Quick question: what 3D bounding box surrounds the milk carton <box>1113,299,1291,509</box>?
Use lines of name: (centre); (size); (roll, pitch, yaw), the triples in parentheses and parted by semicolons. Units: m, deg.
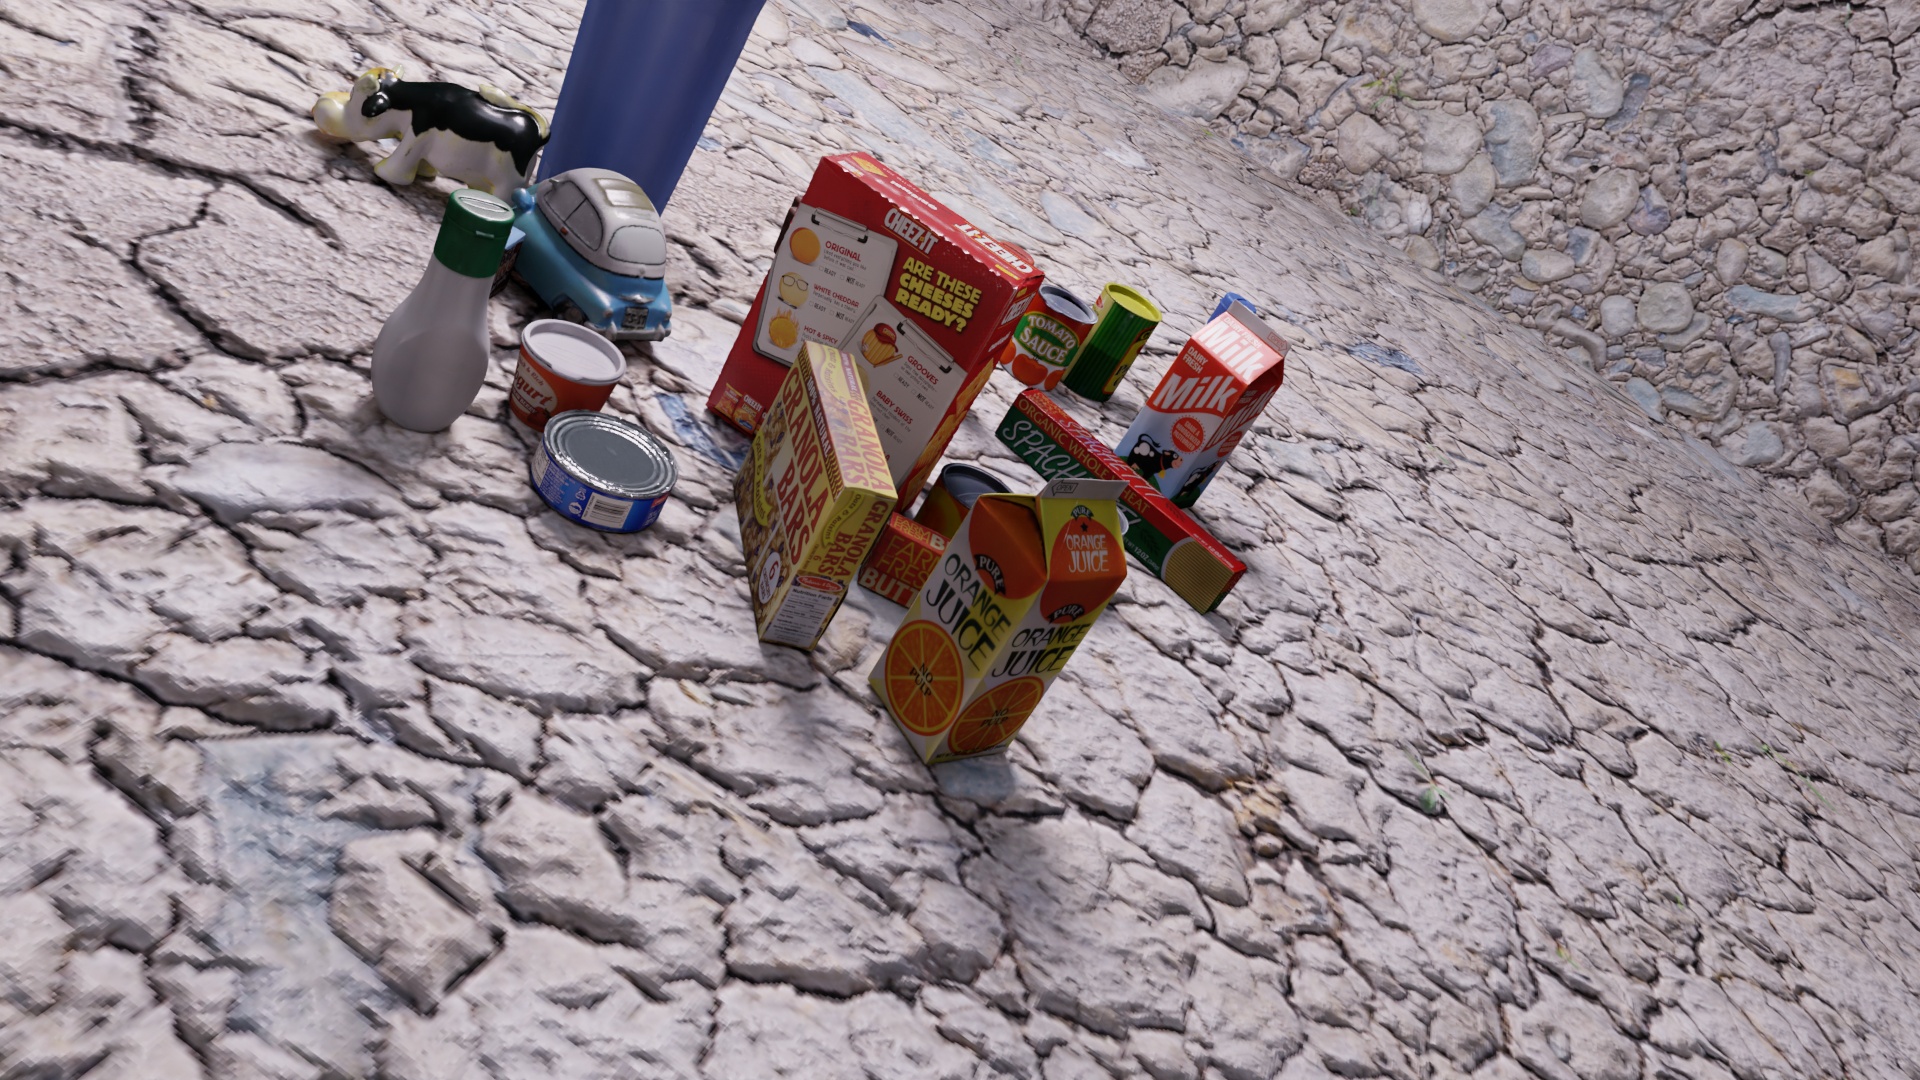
milk carton: (0.219, -0.119, 1.249); (0.072, 0.189, 0.074); (45, 31, 24)

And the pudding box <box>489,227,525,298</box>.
pudding box: (-0.341, -0.191, 0.969); (0.030, 0.049, 0.084); (29, 28, -5)

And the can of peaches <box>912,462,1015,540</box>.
can of peaches: (0.004, -0.013, 1.011); (0.071, 0.057, 0.071); (24, 29, -14)

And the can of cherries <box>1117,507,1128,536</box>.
can of cherries: (0.087, -0.002, 1.076); (0.071, 0.058, 0.072); (24, 29, -14)

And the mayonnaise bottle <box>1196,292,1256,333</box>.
mayonnaise bottle: (0.248, -0.184, 1.423); (0.041, 0.147, 0.065); (40, 29, 16)

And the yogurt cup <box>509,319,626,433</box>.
yogurt cup: (-0.259, -0.104, 0.906); (0.072, 0.053, 0.073); (24, 29, -14)

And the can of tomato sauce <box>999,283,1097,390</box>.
can of tomato sauce: (0.084, -0.197, 1.354); (0.071, 0.082, 0.071); (24, 29, -14)

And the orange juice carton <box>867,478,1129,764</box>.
orange juice carton: (0.029, 0.038, 0.815); (0.072, 0.191, 0.073); (0, 41, -45)

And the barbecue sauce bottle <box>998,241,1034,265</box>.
barbecue sauce bottle: (0.013, -0.187, 1.202); (0.065, 0.147, 0.044); (35, 28, 6)

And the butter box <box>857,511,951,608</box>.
butter box: (-0.013, 0.026, 0.938); (0.103, 0.053, 0.024); (27, 28, -8)

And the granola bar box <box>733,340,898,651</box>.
granola bar box: (-0.095, -0.031, 0.876); (0.039, 0.123, 0.166); (16, 32, -27)

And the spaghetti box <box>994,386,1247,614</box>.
spaghetti box: (0.132, -0.037, 1.182); (0.250, 0.050, 0.029); (43, 30, 20)

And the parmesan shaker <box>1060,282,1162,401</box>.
parmesan shaker: (0.149, -0.200, 1.400); (0.071, 0.102, 0.071); (24, 29, -14)

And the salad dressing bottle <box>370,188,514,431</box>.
salad dressing bottle: (-0.301, -0.134, 0.815); (0.064, 0.147, 0.044); (8, 36, -37)
